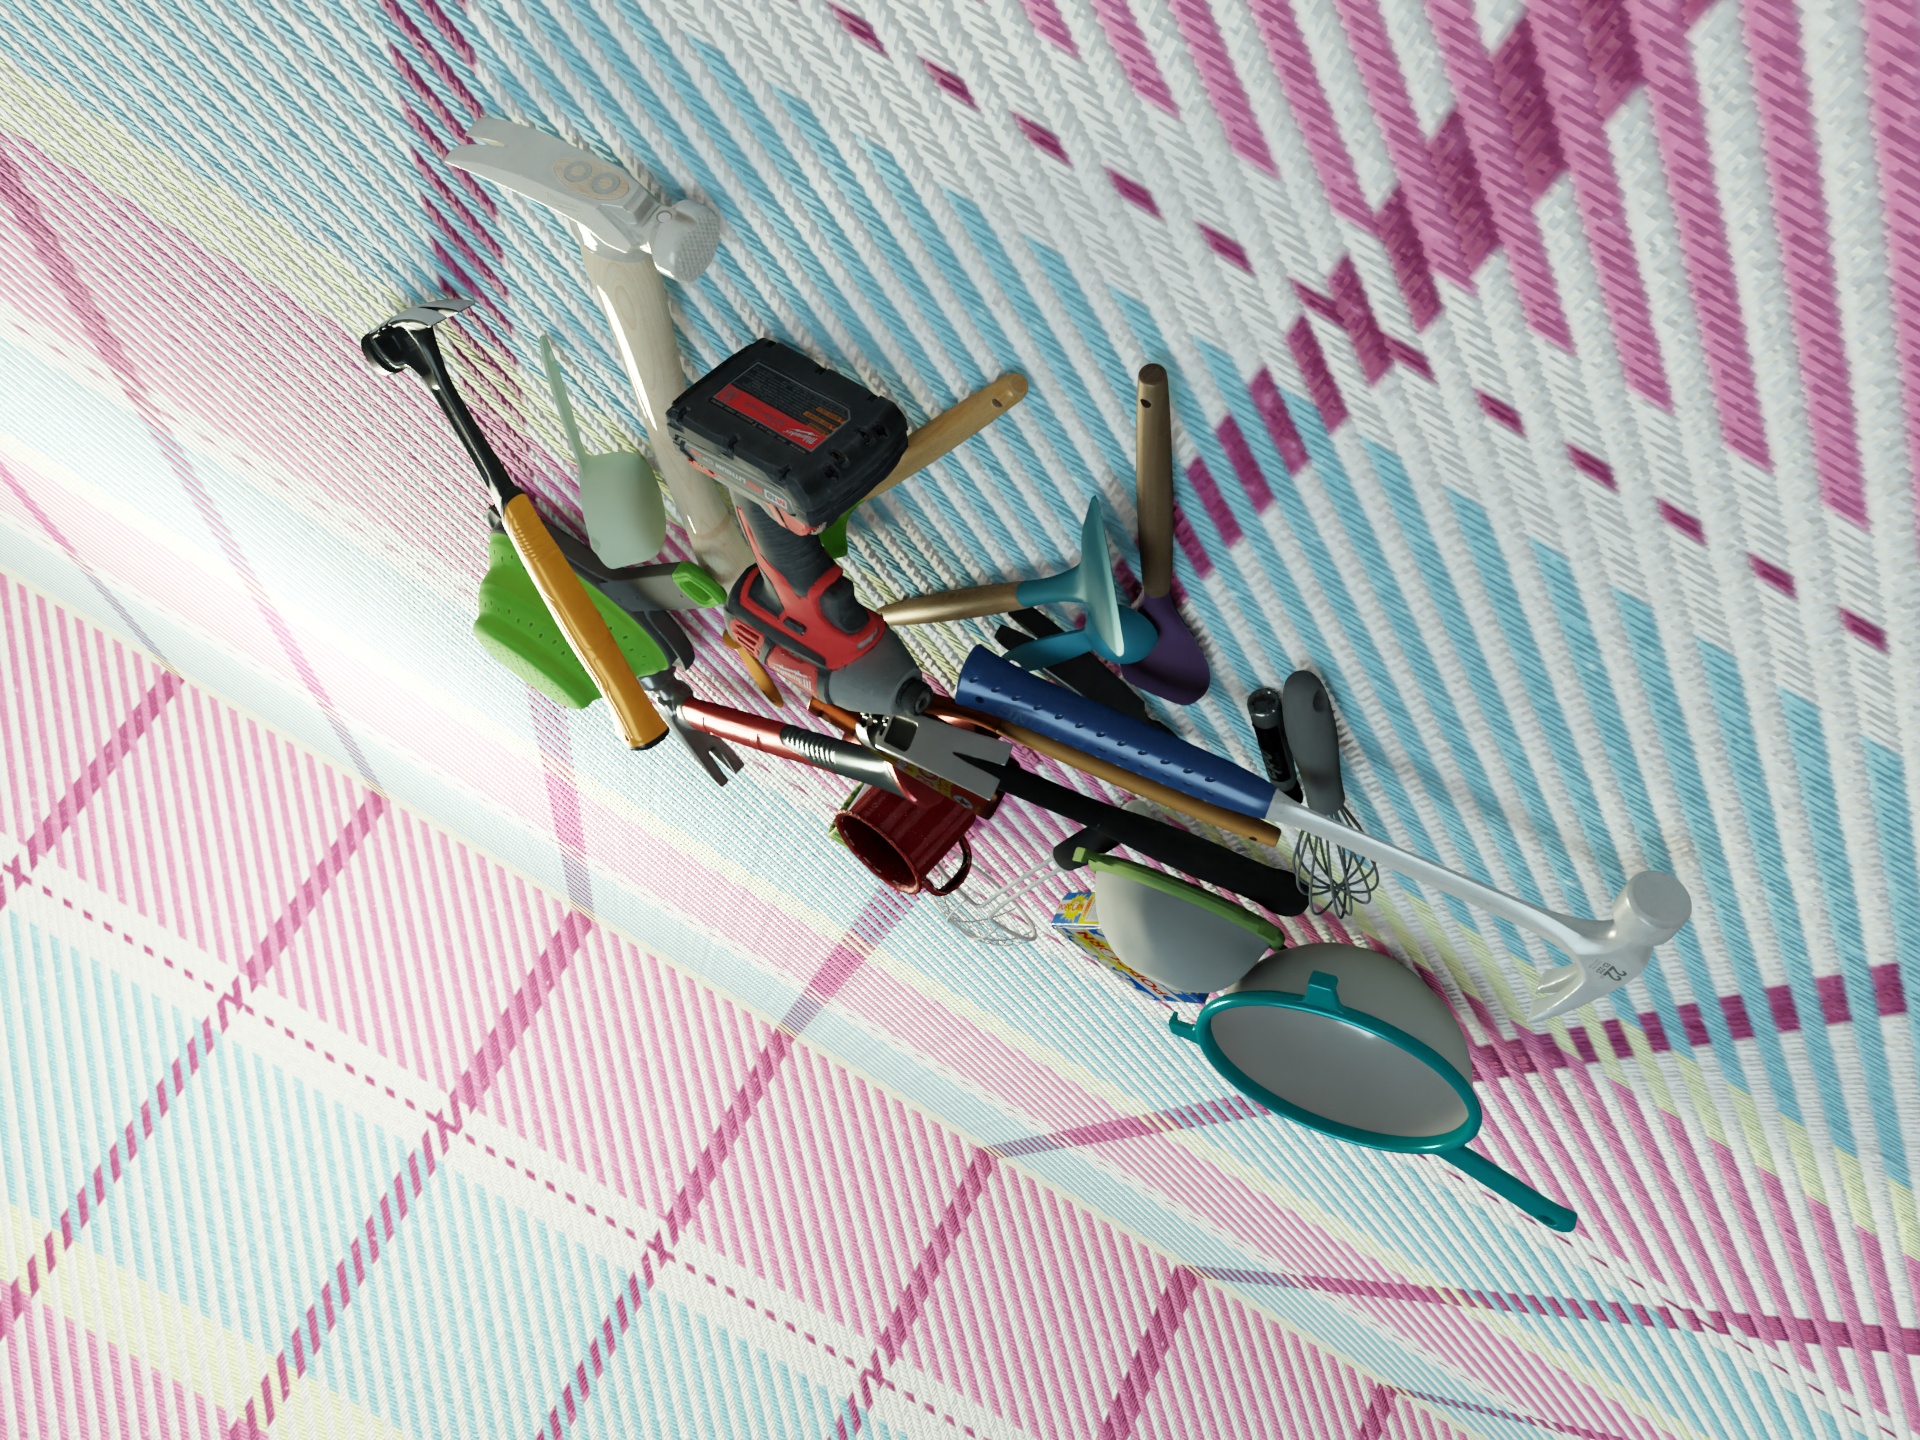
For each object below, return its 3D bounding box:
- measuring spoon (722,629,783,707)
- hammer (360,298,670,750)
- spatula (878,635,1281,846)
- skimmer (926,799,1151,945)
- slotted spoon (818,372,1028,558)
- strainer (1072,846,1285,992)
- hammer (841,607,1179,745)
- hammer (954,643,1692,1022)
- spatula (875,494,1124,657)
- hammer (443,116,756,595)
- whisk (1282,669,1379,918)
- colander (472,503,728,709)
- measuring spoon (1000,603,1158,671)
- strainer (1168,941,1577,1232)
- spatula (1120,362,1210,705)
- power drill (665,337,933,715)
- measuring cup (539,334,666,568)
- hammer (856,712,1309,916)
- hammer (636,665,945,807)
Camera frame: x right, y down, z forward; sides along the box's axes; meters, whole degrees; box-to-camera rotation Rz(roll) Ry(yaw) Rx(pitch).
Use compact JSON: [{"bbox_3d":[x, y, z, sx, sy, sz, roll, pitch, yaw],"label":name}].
[{"bbox_3d":[-0.171,-0.039,1.311,0.021,0.011,0.116,20,157,26],"label":"measuring spoon"},{"bbox_3d":[-0.288,-0.124,1.084,0.127,0.034,0.336,1,125,51],"label":"hammer"},{"bbox_3d":[0.051,0.002,0.998,0.322,0.041,0.081,23,157,6],"label":"spatula"},{"bbox_3d":[0.070,0.109,1.303,0.127,0.090,0.363,40,148,-5],"label":"skimmer"},{"bbox_3d":[-0.046,-0.139,0.892,0.070,0.031,0.314,41,156,-17],"label":"slotted spoon"},{"bbox_3d":[0.164,0.170,1.195,0.151,0.069,0.256,21,169,19],"label":"strainer"},{"bbox_3d":[-0.002,-0.004,1.129,0.149,0.037,0.359,39,158,-21],"label":"hammer"},{"bbox_3d":[0.185,0.056,0.903,0.405,0.035,0.144,24,148,12],"label":"hammer"},{"bbox_3d":[0.016,-0.072,0.933,0.317,0.044,0.082,-2,99,61],"label":"spatula"},{"bbox_3d":[-0.182,-0.185,0.956,0.146,0.038,0.410,27,160,13],"label":"hammer"},{"bbox_3d":[0.213,0.048,0.941,0.055,0.055,0.238,18,152,30],"label":"whisk"},{"bbox_3d":[-0.283,-0.071,1.216,0.204,0.094,0.397,42,162,-25],"label":"colander"},{"bbox_3d":[0.061,-0.037,0.915,0.042,0.021,0.128,41,148,-24],"label":"measuring spoon"},{"bbox_3d":[0.340,0.262,1.189,0.340,0.095,0.211,34,150,-12],"label":"strainer"},{"bbox_3d":[0.104,-0.082,0.829,0.060,0.018,0.315,24,160,18],"label":"spatula"},{"bbox_3d":[-0.081,-0.092,0.895,0.143,0.078,0.219,32,151,25],"label":"power drill"},{"bbox_3d":[-0.229,-0.175,1.028,0.038,0.083,0.167,-8,130,5],"label":"measuring cup"},{"bbox_3d":[0.100,0.066,1.032,0.334,0.035,0.146,23,178,-28],"label":"hammer"},{"bbox_3d":[-0.131,0.028,1.288,0.386,0.038,0.143,14,144,50],"label":"hammer"}]
